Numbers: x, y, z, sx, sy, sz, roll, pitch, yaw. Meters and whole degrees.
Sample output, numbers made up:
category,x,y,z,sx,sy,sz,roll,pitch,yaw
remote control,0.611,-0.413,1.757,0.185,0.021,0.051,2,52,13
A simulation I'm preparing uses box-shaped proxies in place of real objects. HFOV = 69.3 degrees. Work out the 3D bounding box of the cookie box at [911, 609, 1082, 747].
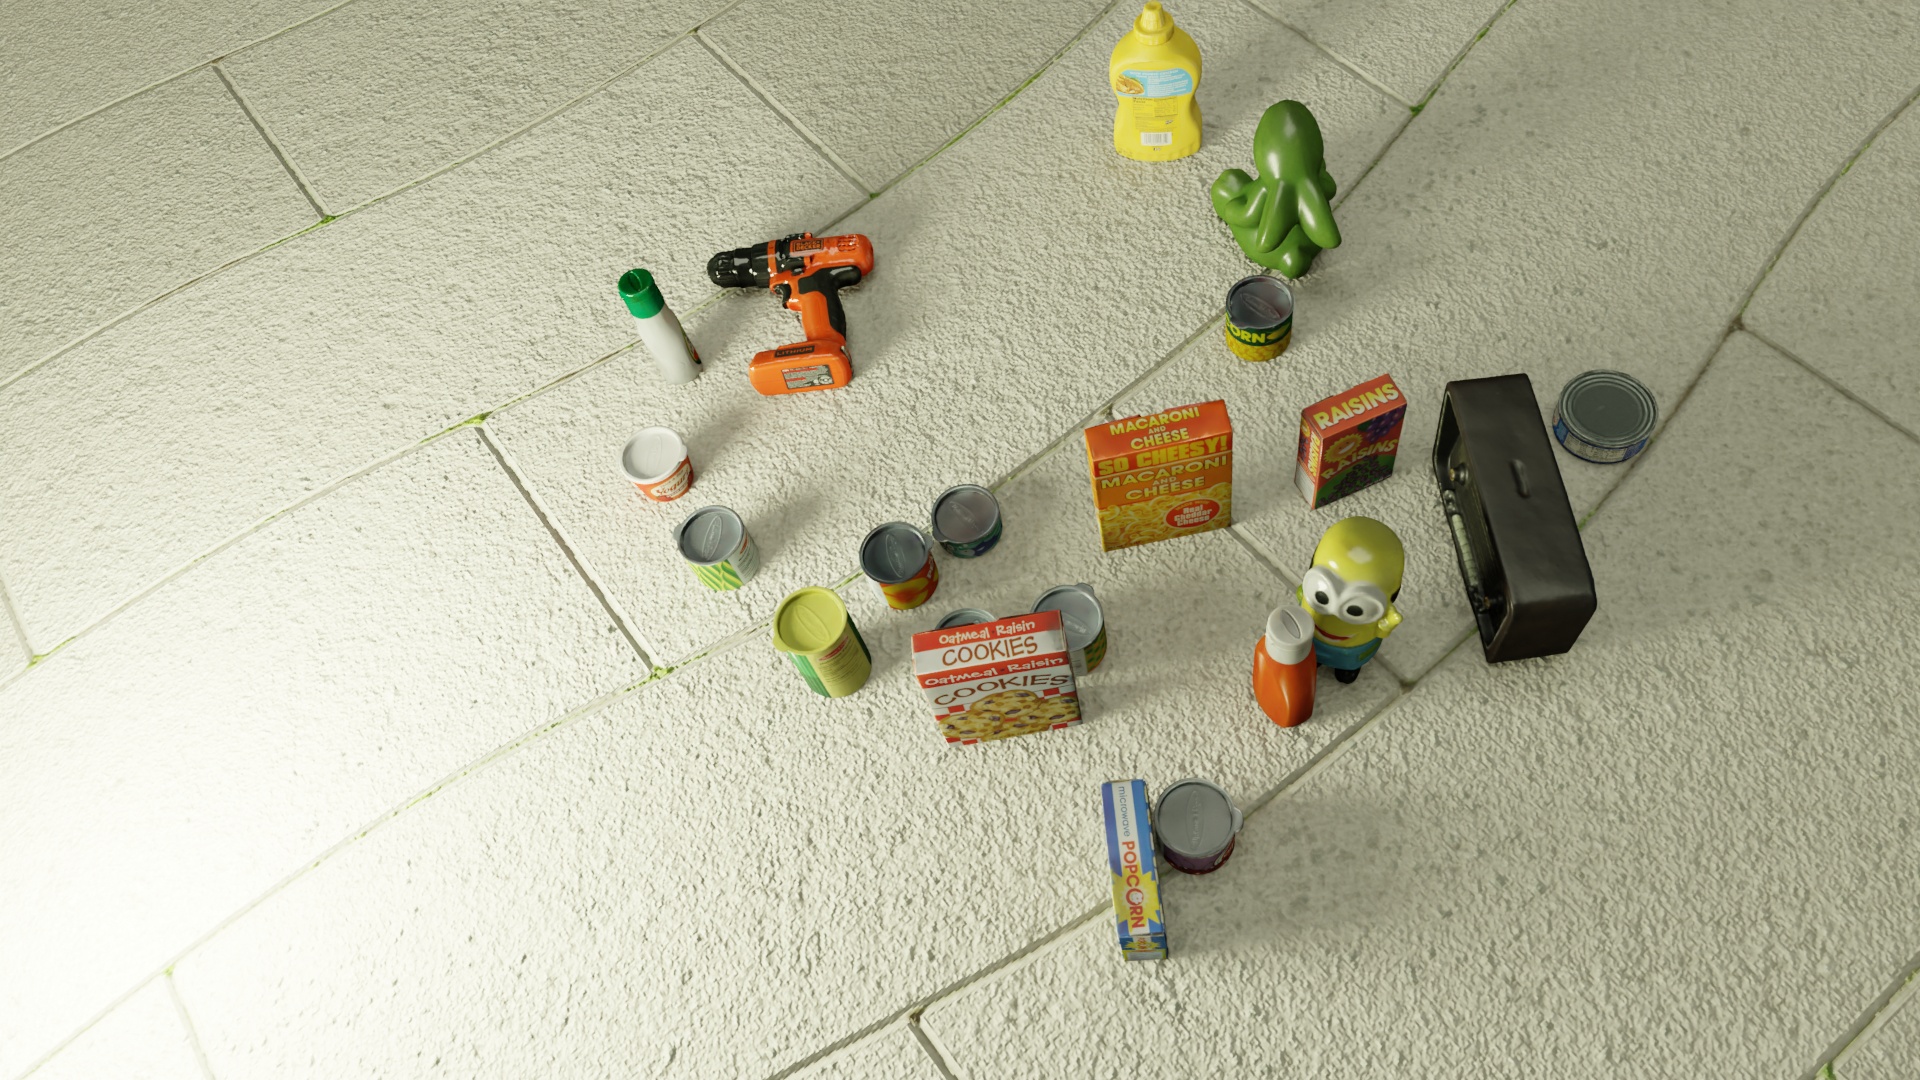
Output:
category,x,y,z,sx,sy,sz,roll,pitch,yaw
cookie box,0.034,0.118,1.171,0.123,0.166,0.040,-10,60,4

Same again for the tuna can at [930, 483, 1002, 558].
category,x,y,z,sx,sy,sz,roll,pitch,yaw
tuna can,0.005,-0.017,1.330,0.071,0.032,0.071,-4,60,8

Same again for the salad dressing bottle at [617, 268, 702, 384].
category,x,y,z,sx,sy,sz,roll,pitch,yaw
salad dressing bottle,-0.310,-0.220,1.432,0.044,0.147,0.064,-28,60,-6

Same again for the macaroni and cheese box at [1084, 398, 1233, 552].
category,x,y,z,sx,sy,sz,roll,pitch,yaw
macaroni and cheese box,0.179,-0.056,1.244,0.124,0.165,0.040,-12,60,3

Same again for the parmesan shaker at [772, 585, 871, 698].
category,x,y,z,sx,sy,sz,roll,pitch,yaw
parmesan shaker,-0.125,0.095,1.249,0.071,0.102,0.071,-4,61,8

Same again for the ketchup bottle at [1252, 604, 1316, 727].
category,x,y,z,sx,sy,sz,roll,pitch,yaw
ketchup bottle,0.269,0.101,1.150,0.043,0.148,0.065,-24,60,-3

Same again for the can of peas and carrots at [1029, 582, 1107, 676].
category,x,y,z,sx,sy,sz,roll,pitch,yaw
can of peas and carrots,0.098,0.080,1.244,0.071,0.058,0.071,-4,61,8

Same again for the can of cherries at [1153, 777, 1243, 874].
category,x,y,z,sx,sy,sz,roll,pitch,yaw
can of cherries,0.195,0.236,1.140,0.071,0.058,0.072,-4,61,8

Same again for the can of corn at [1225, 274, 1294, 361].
category,x,y,z,sx,sy,sz,roll,pitch,yaw
can of corn,0.295,-0.218,1.378,0.071,0.058,0.071,-4,61,8

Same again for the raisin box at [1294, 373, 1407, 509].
category,x,y,z,sx,sy,sz,roll,pitch,yaw
raisin box,0.352,-0.088,1.258,0.086,0.123,0.040,-23,60,-3

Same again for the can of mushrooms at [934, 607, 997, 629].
category,x,y,z,sx,sy,sz,roll,pitch,yaw
can of mushrooms,0.010,0.098,1.263,0.071,0.033,0.071,-4,60,8

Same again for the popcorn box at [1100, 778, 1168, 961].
category,x,y,z,sx,sy,sz,roll,pitch,yaw
popcorn box,0.140,0.265,1.117,0.038,0.085,0.127,-7,60,6

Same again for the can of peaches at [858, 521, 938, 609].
category,x,y,z,sx,sy,sz,roll,pitch,yaw
can of peaches,-0.055,0.024,1.303,0.071,0.057,0.071,-4,61,8

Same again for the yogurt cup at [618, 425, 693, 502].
category,x,y,z,sx,sy,sz,roll,pitch,yaw
yogurt cup,-0.304,-0.075,1.403,0.072,0.053,0.073,-4,61,8

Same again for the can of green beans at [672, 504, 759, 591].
category,x,y,z,sx,sy,sz,roll,pitch,yaw
can of green beans,-0.233,0.008,1.343,0.071,0.057,0.071,-4,61,8
